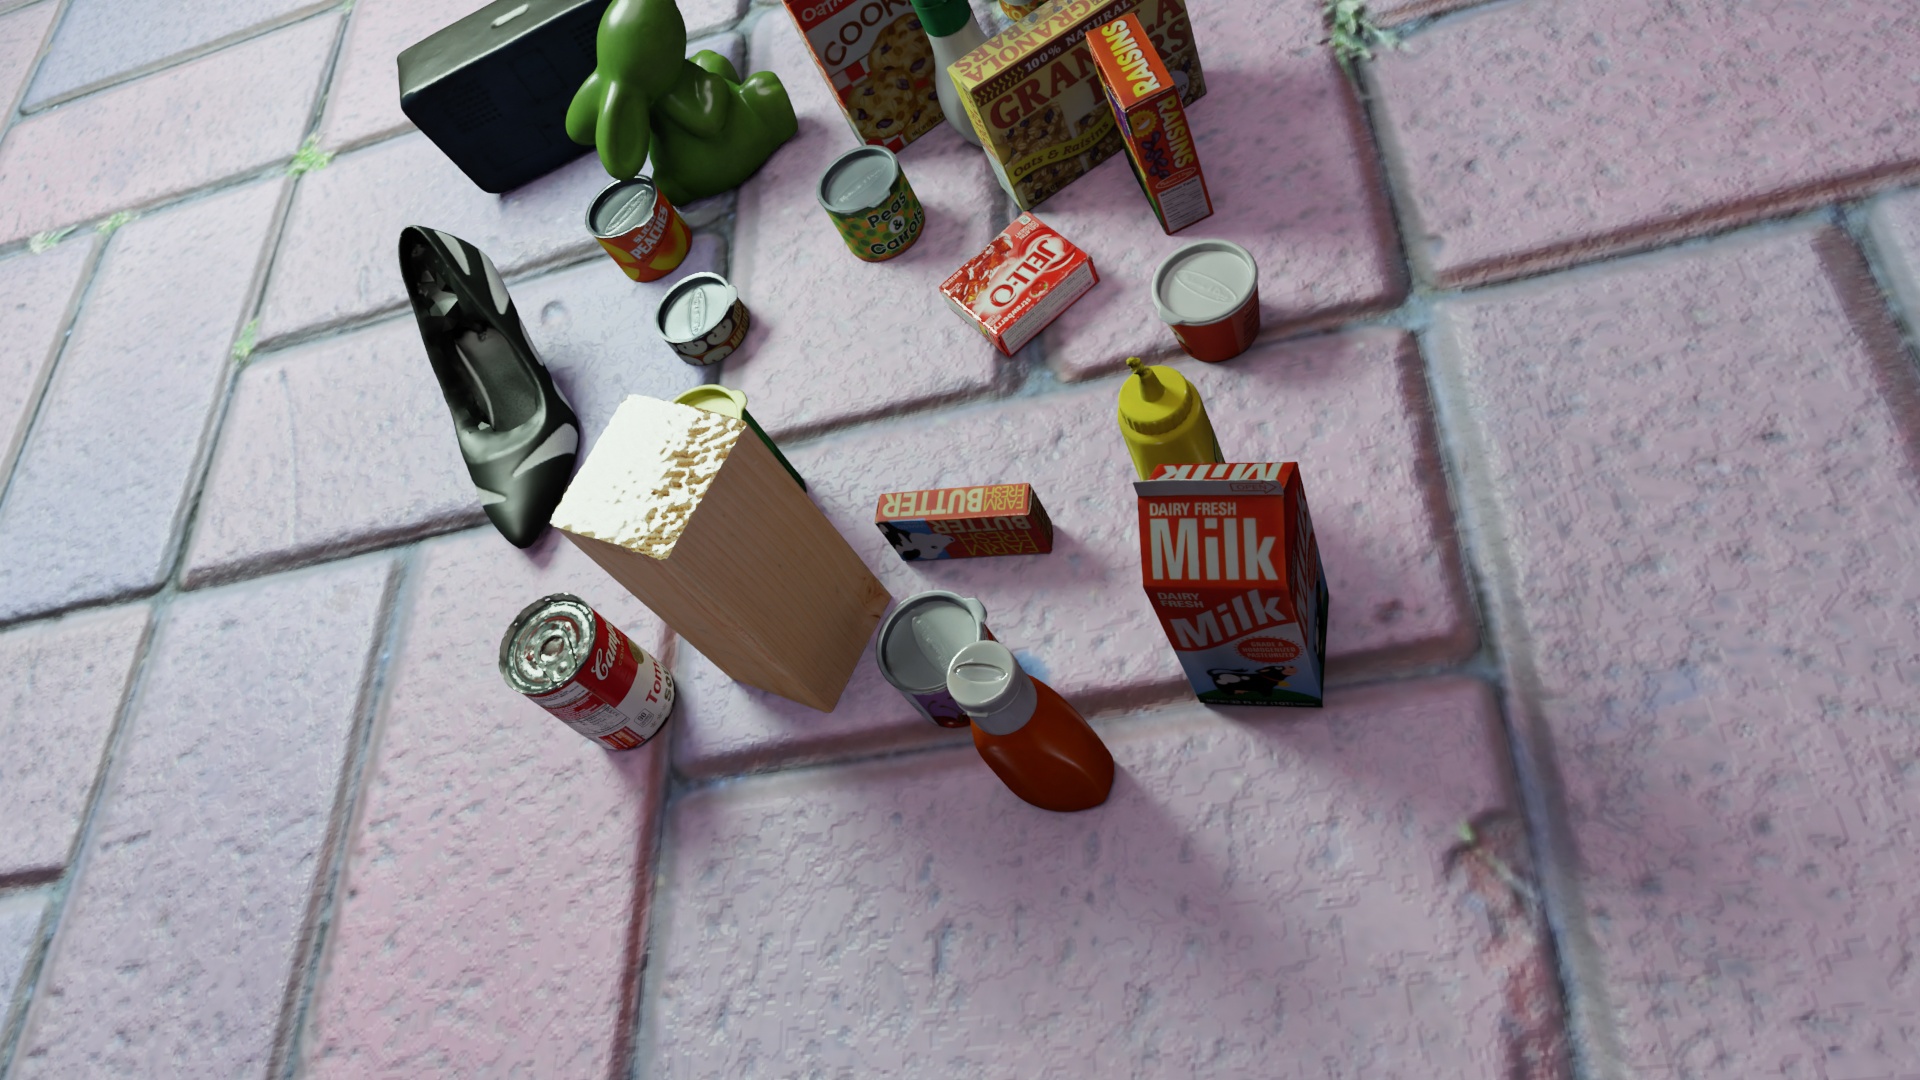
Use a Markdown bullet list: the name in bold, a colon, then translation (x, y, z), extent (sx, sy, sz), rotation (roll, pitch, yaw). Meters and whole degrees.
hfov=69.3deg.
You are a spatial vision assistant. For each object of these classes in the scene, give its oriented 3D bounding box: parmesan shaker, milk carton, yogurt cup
- **parmesan shaker**: translation (-0.151, -0.050, 0.934), extent (0.071, 0.102, 0.071), rotation (-10, 58, 17)
- **milk carton**: translation (0.144, 0.017, 0.719), extent (0.072, 0.190, 0.074), rotation (-1, 61, 22)
- **yogurt cup**: translation (0.162, -0.152, 0.898), extent (0.072, 0.053, 0.073), rotation (-10, 58, 17)

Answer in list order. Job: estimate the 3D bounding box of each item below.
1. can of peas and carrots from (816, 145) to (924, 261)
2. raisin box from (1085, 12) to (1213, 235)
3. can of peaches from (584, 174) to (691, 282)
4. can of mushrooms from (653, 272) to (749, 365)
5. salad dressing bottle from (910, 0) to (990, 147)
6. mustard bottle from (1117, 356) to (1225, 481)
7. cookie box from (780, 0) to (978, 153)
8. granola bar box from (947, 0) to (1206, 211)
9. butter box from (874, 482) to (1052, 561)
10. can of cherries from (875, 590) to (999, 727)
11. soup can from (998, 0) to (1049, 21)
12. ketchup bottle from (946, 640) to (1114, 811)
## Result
- **can of peas and carrots**: translation (-0.065, -0.253, 1.048), extent (0.071, 0.058, 0.071), rotation (-10, 58, 17)
- **raisin box**: translation (0.129, -0.282, 0.946), extent (0.040, 0.123, 0.086), rotation (-23, 55, 9)
- **can of peaches**: translation (-0.259, -0.252, 1.127), extent (0.071, 0.058, 0.071), rotation (-10, 58, 17)
- **can of mushrooms**: translation (-0.196, -0.171, 1.068), extent (0.071, 0.033, 0.071), rotation (-10, 58, 17)
- **salad dressing bottle**: translation (0.003, -0.358, 1.028), extent (0.064, 0.147, 0.044), rotation (-43, 54, -5)
- **mustard bottle**: translation (0.121, -0.055, 0.790), extent (0.049, 0.159, 0.065), rotation (-17, 56, 13)
- **cookie box**: translation (-0.052, -0.385, 1.055), extent (0.123, 0.167, 0.040), rotation (-34, 54, 0)
- **granola bar box**: translation (0.088, -0.328, 0.990), extent (0.165, 0.123, 0.039), rotation (-33, 54, 1)
- **butter box**: translation (0.003, -0.011, 0.878), extent (0.103, 0.053, 0.024), rotation (-4, 60, 20)
- **can of cherries**: translation (-0.007, 0.071, 0.830), extent (0.071, 0.058, 0.072), rotation (-10, 58, 17)
- **soup can**: translation (0.050, -0.468, 1.115), extent (0.071, 0.083, 0.071), rotation (-10, 58, 17)
- **ketchup bottle**: translation (0.034, 0.101, 0.739), extent (0.065, 0.148, 0.044), rotation (2, 62, 24)
